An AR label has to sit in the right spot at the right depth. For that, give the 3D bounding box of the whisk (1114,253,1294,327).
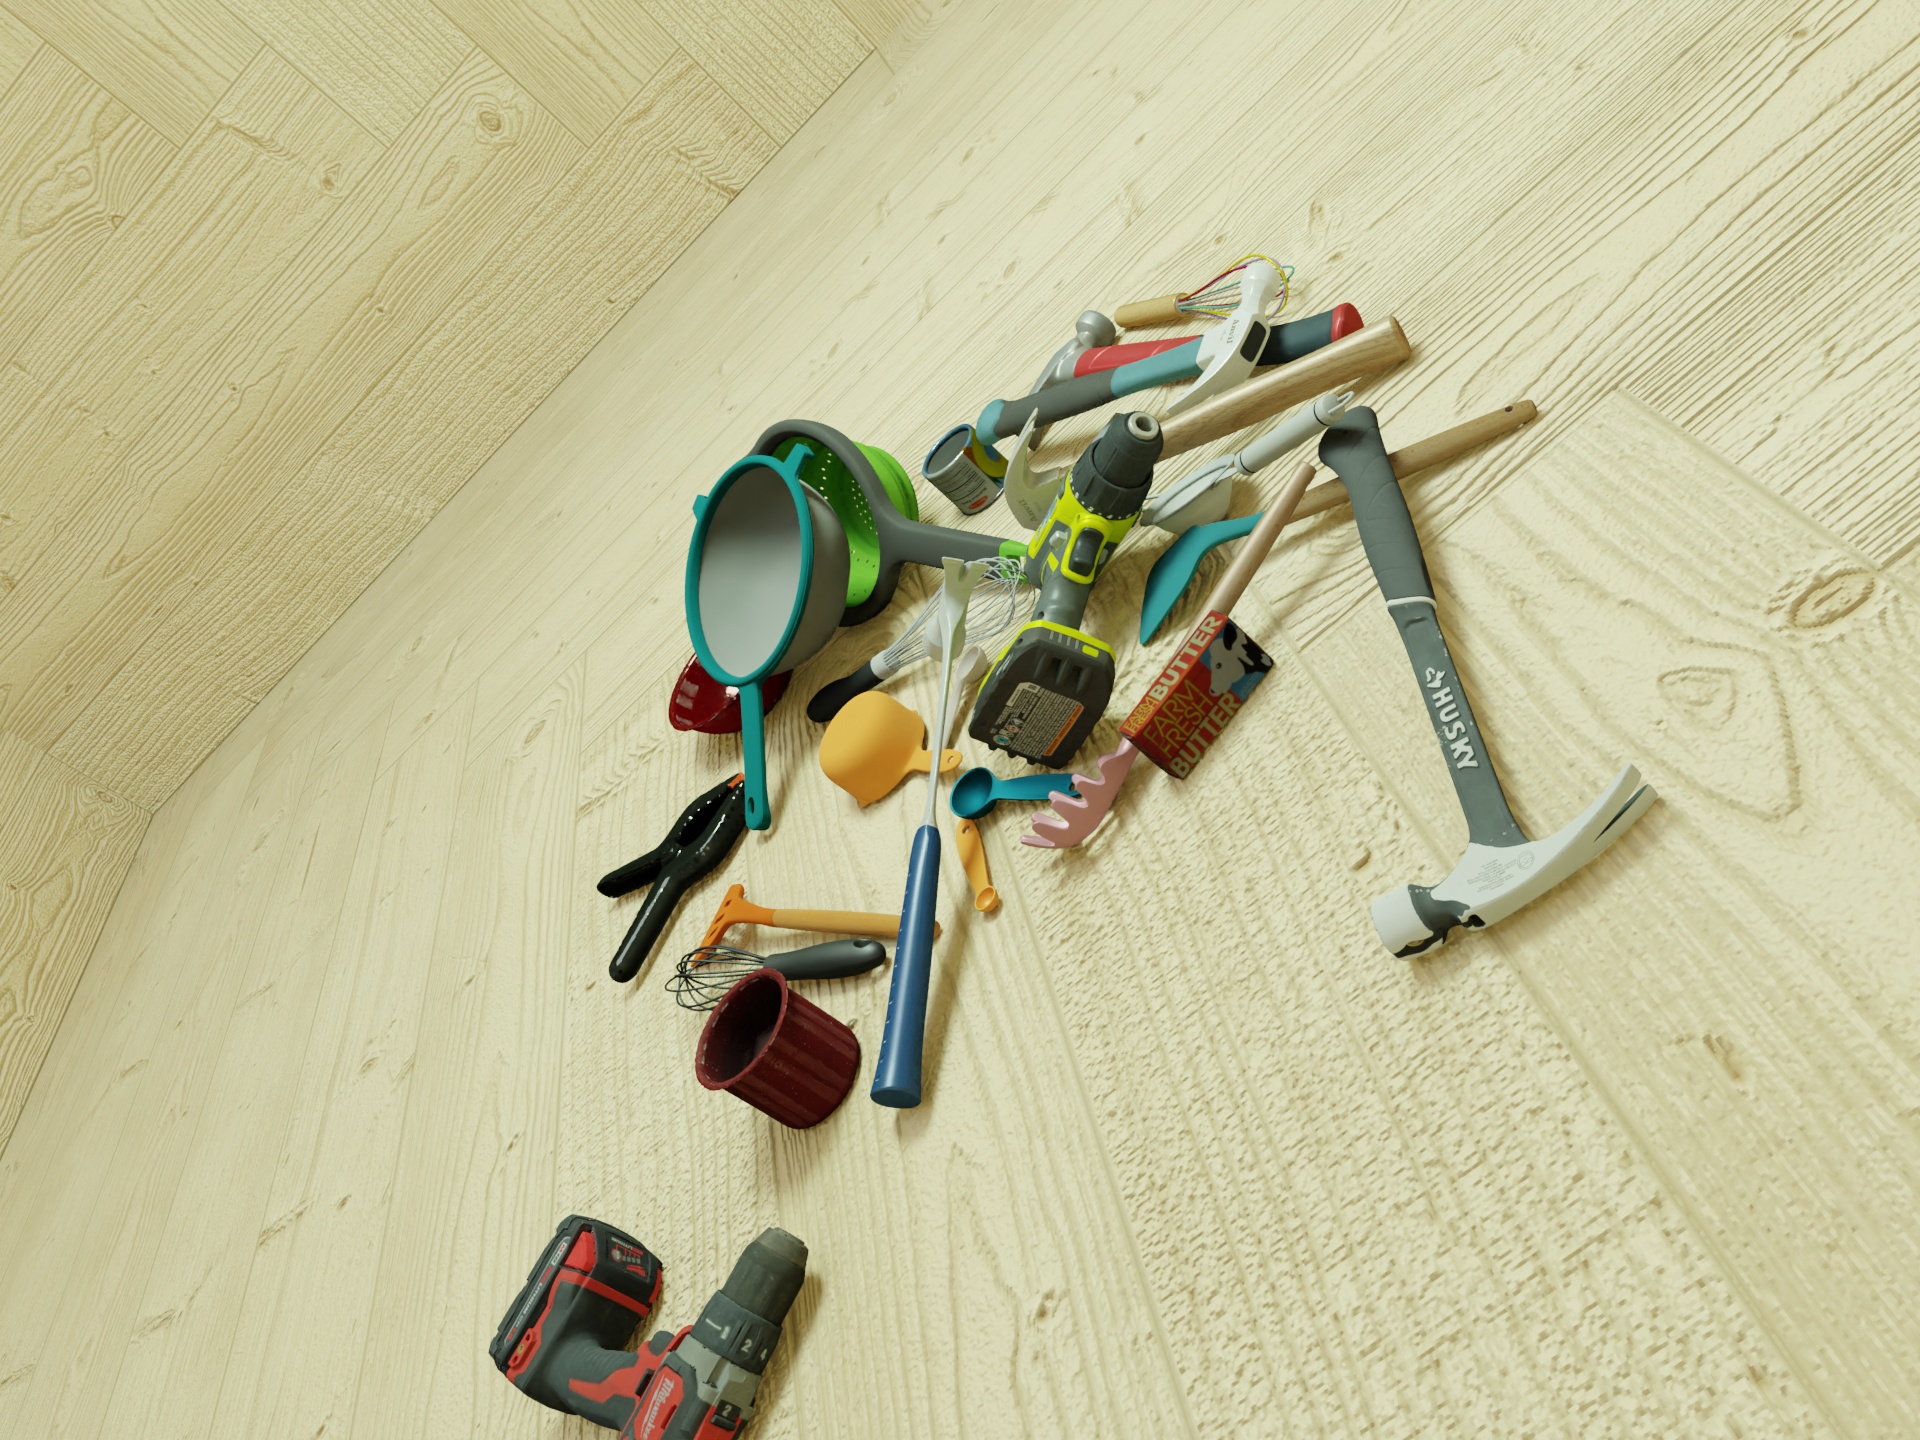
[{"bbox_3d":[0.208,-0.371,1.391,0.051,0.047,0.245,-57,27,-10],"label":"whisk"}]

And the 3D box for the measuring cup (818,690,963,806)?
[{"bbox_3d":[-0.057,0.019,1.284,0.174,0.052,0.095,1,59,61],"label":"measuring cup"}]

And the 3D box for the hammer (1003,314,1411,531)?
[{"bbox_3d":[0.179,-0.226,1.214,0.331,0.129,0.031,-21,37,28],"label":"hammer"}]

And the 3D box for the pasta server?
[{"bbox_3d":[0.141,-0.041,1.067,0.316,0.040,0.060,-57,0,4],"label":"pasta server"}]

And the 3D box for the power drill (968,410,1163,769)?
[{"bbox_3d":[0.084,-0.098,1.155,0.190,0.080,0.229,120,168,-57],"label":"power drill"}]

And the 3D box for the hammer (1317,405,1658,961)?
[{"bbox_3d":[0.271,-0.057,0.924,0.149,0.036,0.409,-32,38,26],"label":"hammer"}]

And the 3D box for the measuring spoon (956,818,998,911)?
[{"bbox_3d":[0.013,0.103,1.152,0.021,0.011,0.117,-43,26,13],"label":"measuring spoon"}]

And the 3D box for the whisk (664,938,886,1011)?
[{"bbox_3d":[-0.146,0.192,1.230,0.239,0.055,0.055,-15,44,40],"label":"whisk"}]

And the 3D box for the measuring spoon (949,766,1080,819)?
[{"bbox_3d":[0.047,0.054,1.158,0.129,0.021,0.042,-6,57,40],"label":"measuring spoon"}]

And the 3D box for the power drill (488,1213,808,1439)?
[{"bbox_3d":[-0.200,0.398,1.041,0.227,0.080,0.188,6,61,53],"label":"power drill"}]

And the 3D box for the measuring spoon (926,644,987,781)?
[{"bbox_3d":[-0.002,-0.004,1.293,0.034,0.018,0.124,-20,47,59],"label":"measuring spoon"}]

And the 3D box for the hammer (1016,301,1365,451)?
[{"bbox_3d":[0.185,-0.296,1.339,0.143,0.038,0.386,-58,30,-11],"label":"hammer"}]

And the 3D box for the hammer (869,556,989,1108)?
[{"bbox_3d":[-0.022,0.067,1.125,0.144,0.035,0.406,107,171,-60],"label":"hammer"}]

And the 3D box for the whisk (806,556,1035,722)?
[{"bbox_3d":[-0.045,-0.063,1.372,0.284,0.070,0.070,-31,34,39],"label":"whisk"}]

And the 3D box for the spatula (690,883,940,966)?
[{"bbox_3d":[-0.122,0.161,1.258,0.323,0.041,0.081,-4,53,47],"label":"spatula"}]

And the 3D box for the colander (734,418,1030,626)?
[{"bbox_3d":[-0.050,-0.183,1.476,0.397,0.204,0.094,17,34,42],"label":"colander"}]

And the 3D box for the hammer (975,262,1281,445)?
[{"bbox_3d":[0.126,-0.283,1.341,0.331,0.033,0.128,-5,60,53],"label":"hammer"}]

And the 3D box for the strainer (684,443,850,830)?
[{"bbox_3d":[-0.160,-0.069,1.453,0.211,0.095,0.340,-14,76,50],"label":"strainer"}]

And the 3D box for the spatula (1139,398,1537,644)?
[{"bbox_3d":[0.247,-0.144,1.099,0.317,0.044,0.082,-22,39,33],"label":"spatula"}]

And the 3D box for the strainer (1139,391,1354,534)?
[{"bbox_3d":[0.200,-0.178,1.128,0.087,0.050,0.258,-45,7,-24],"label":"strainer"}]
